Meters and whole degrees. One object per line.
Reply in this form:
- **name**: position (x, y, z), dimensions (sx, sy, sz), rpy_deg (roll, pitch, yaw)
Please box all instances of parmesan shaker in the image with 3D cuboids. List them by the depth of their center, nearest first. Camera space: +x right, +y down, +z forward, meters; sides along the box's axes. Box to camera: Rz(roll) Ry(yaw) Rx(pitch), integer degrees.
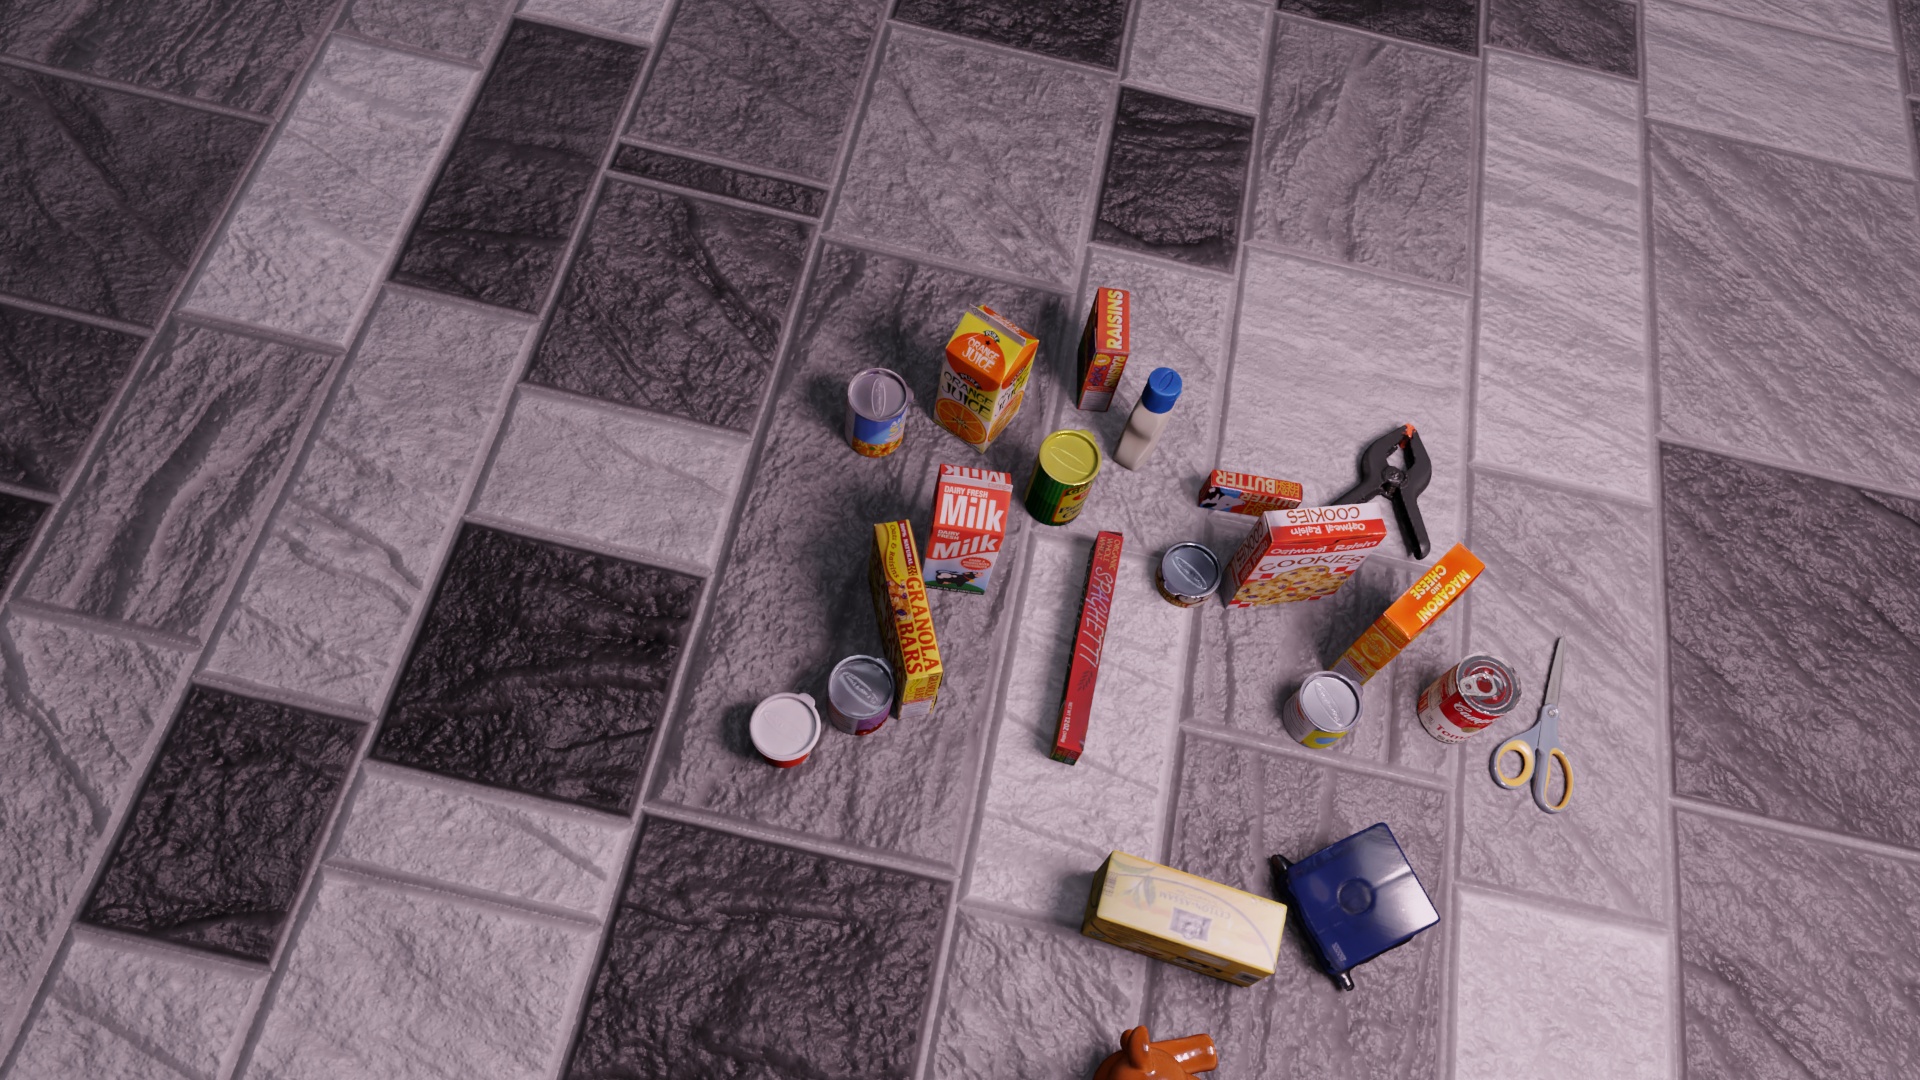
- **parmesan shaker**: position (0.110, -0.067, 1.489), dimensions (0.071, 0.102, 0.071), rpy_deg (3, 64, -6)

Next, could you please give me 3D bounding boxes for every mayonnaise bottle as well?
- **mayonnaise bottle**: position (0.205, -0.135, 1.509), dimensions (0.041, 0.147, 0.065), rpy_deg (31, 65, 8)

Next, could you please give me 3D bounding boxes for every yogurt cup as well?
- **yogurt cup**: position (-0.171, 0.189, 1.356), dimensions (0.072, 0.053, 0.072), rpy_deg (3, 64, -6)

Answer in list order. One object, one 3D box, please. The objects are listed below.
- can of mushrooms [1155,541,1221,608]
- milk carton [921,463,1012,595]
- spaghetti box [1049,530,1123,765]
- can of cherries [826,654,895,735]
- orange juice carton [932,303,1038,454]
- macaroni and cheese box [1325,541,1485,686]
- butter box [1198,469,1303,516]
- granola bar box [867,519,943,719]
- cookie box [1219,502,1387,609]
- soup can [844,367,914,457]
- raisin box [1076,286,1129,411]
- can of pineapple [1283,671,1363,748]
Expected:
- **can of mushrooms**: position (0.243, 0.038, 1.492), dimensions (0.071, 0.033, 0.071), rpy_deg (3, 64, -6)
- **milk carton**: position (0.005, -0.018, 1.402), dimensions (0.072, 0.189, 0.074), rpy_deg (8, 64, -3)
- **spaghetti box**: position (0.132, 0.107, 1.436), dimensions (0.029, 0.050, 0.251), rpy_deg (14, 63, 0)
- **can of cherries**: position (-0.097, 0.153, 1.380), dimensions (0.071, 0.058, 0.072), rpy_deg (3, 64, -6)
- **orange juice carton**: position (0.027, -0.180, 1.484), dimensions (0.072, 0.191, 0.073), rpy_deg (35, 65, 10)
- **macaroni and cheese box**: position (0.454, 0.083, 1.423), dimensions (0.124, 0.165, 0.040), rpy_deg (-38, 74, -21)
- **butter box**: position (0.320, -0.050, 1.534), dimensions (0.103, 0.053, 0.024), rpy_deg (9, 64, -3)
- **granola bar box**: position (-0.056, 0.080, 1.384), dimensions (0.039, 0.123, 0.166), rpy_deg (-9, 66, -11)
- **cookie box**: position (0.352, 0.018, 1.441), dimensions (0.123, 0.166, 0.040), rpy_deg (-5, 65, -9)
- **soup can**: position (-0.089, -0.137, 1.509), dimensions (0.071, 0.083, 0.071), rpy_deg (3, 64, -6)
- **raisin box**: position (0.159, -0.213, 1.555), dimensions (0.040, 0.123, 0.086), rpy_deg (7, 64, -4)
- **can of pineapple**: position (0.374, 0.175, 1.429), dimensions (0.071, 0.057, 0.071), rpy_deg (3, 64, -6)
